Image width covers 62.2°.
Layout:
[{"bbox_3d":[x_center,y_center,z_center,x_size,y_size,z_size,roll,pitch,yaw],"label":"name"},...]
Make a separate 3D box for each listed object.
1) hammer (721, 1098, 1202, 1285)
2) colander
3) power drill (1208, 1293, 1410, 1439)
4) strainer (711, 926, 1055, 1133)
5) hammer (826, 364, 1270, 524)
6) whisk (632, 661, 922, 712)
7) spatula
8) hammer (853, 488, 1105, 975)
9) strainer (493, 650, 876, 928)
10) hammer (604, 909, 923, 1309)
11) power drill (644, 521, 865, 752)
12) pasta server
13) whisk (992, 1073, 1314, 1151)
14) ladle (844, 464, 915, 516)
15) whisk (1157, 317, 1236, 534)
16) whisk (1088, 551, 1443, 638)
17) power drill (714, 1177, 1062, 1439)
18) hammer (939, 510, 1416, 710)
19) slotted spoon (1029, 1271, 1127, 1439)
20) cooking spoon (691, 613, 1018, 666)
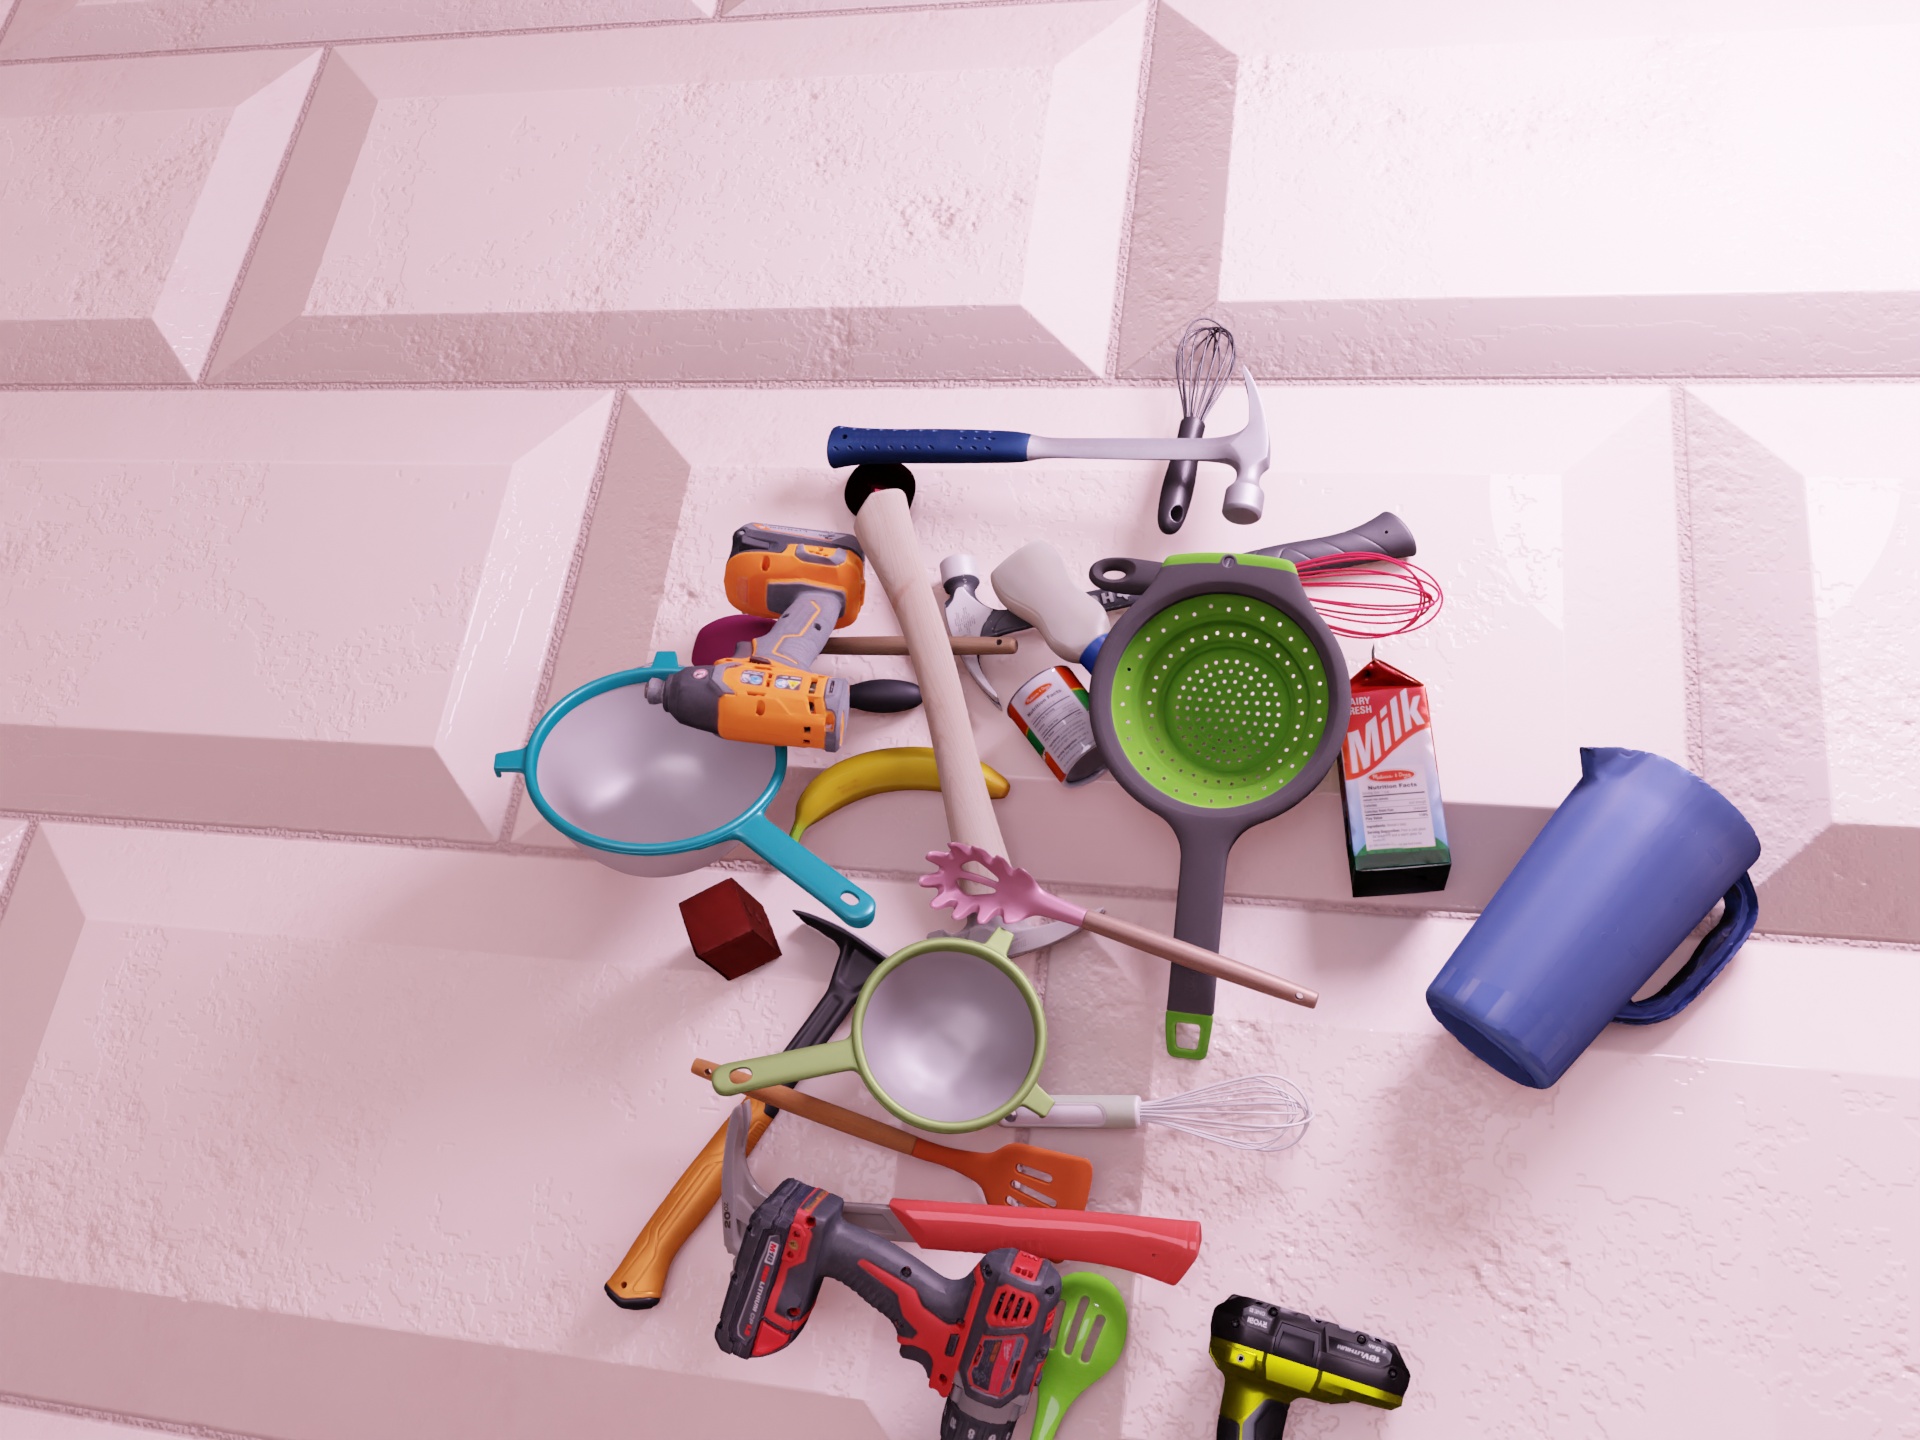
[{"bbox_3d":[-0.004,0.365,1.176,0.359,0.036,0.149,0,90,13],"label":"hammer"},{"bbox_3d":[0.203,0.068,1.280,0.204,0.094,0.397,5,85,15],"label":"colander"},{"bbox_3d":[0.228,0.522,1.066,0.190,0.080,0.229,12,72,17],"label":"power drill"},{"bbox_3d":[-0.062,0.258,1.224,0.256,0.069,0.152,-10,66,-10],"label":"strainer"},{"bbox_3d":[0.074,-0.248,1.420,0.405,0.035,0.144,4,67,20],"label":"hammer"},{"bbox_3d":[-0.173,-0.020,1.411,0.284,0.070,0.070,0,66,8],"label":"whisk"},{"bbox_3d":[-0.059,0.319,1.218,0.322,0.041,0.081,18,89,8],"label":"spatula"},{"bbox_3d":[-0.002,-0.004,1.326,0.146,0.038,0.411,-16,77,3],"label":"hammer"},{"bbox_3d":[-0.200,0.089,1.291,0.341,0.095,0.211,33,50,24],"label":"strainer"},{"bbox_3d":[-0.174,0.314,1.269,0.127,0.034,0.337,31,76,22],"label":"hammer"},{"bbox_3d":[-0.166,-0.070,1.338,0.164,0.084,0.227,7,43,0],"label":"power drill"},{"bbox_3d":[0.120,0.163,1.223,0.316,0.040,0.060,18,96,16],"label":"pasta server"},{"bbox_3d":[0.142,0.297,1.203,0.246,0.059,0.058,-4,93,15],"label":"whisk"},{"bbox_3d":[-0.044,-0.116,1.441,0.069,0.031,0.316,-19,65,3],"label":"ladle"},{"bbox_3d":[0.207,-0.267,1.430,0.055,0.055,0.239,8,63,15],"label":"whisk"},{"bbox_3d":[0.249,-0.111,1.325,0.296,0.073,0.073,7,68,21],"label":"whisk"},{"bbox_3d":[-0.054,0.444,1.133,0.227,0.080,0.188,18,95,10],"label":"power drill"},{"bbox_3d":[0.189,-0.115,1.385,0.409,0.036,0.149,-12,65,7],"label":"hammer"},{"bbox_3d":[0.047,0.546,1.121,0.070,0.031,0.314,14,71,17],"label":"slotted spoon"},{"bbox_3d":[-0.100,-0.067,1.415,0.319,0.017,0.069,1,66,22],"label":"cooking spoon"}]
